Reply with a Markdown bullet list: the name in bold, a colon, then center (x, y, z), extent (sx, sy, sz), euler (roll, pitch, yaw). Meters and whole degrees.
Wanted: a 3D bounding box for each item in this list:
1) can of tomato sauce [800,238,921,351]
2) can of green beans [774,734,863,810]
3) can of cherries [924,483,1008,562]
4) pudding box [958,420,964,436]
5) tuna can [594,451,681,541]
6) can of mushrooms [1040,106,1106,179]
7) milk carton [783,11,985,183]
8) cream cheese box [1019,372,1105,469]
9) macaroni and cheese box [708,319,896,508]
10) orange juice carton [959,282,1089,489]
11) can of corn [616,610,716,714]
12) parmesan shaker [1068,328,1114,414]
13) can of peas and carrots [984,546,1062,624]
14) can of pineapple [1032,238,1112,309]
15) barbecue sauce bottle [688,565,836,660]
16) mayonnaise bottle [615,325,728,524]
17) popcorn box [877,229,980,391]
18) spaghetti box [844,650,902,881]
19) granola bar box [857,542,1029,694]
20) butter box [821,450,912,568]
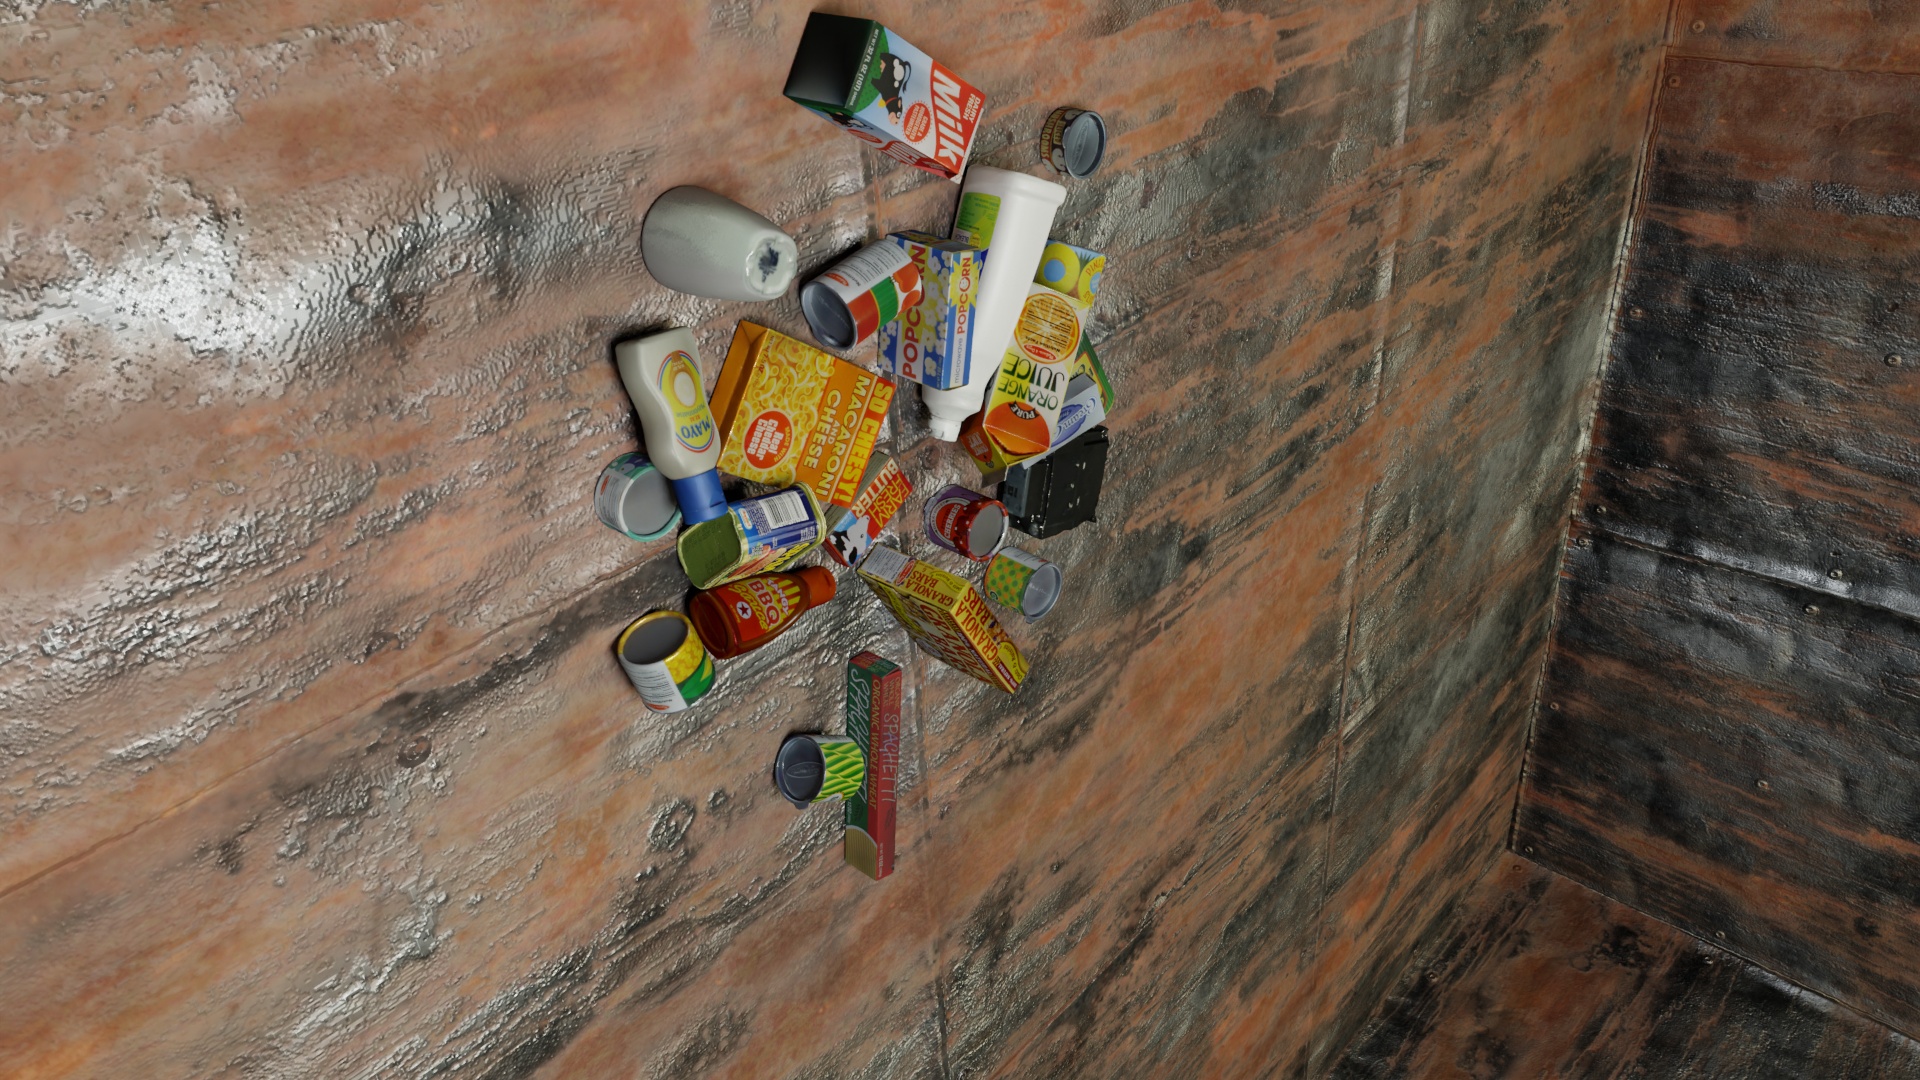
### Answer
- **can of tomato sauce**: center (-0.084, -0.209, 1.186), extent (0.083, 0.071, 0.070), euler (-41, 136, -31)
- **can of green beans**: center (-0.136, 0.221, 1.344), extent (0.058, 0.071, 0.071), euler (11, 100, -53)
- **can of cherries**: center (0.005, -0.018, 1.399), extent (0.072, 0.058, 0.071), euler (-27, 128, -41)
- **pudding box**: center (0.037, -0.121, 1.407), extent (0.084, 0.030, 0.049), euler (6, 103, -52)
- **tuna can**: center (-0.251, -0.034, 1.100), extent (0.071, 0.033, 0.070), euler (-26, 127, -40)
- **can of mushrooms**: center (0.109, -0.389, 1.356), extent (0.071, 0.033, 0.070), euler (-27, 129, -40)
- **milk carton**: center (-0.047, -0.359, 1.147), extent (0.191, 0.073, 0.072), euler (12, 99, -53)
- **cream cheese box**: center (0.095, -0.121, 1.407), extent (0.104, 0.024, 0.053), euler (-33, 137, -9)
- **macaroni and cheese box**: center (-0.140, -0.105, 1.193), extent (0.166, 0.040, 0.123), euler (17, 95, -52)
- **orange juice carton**: center (0.056, -0.143, 1.334), extent (0.073, 0.071, 0.193), euler (19, 80, -16)
- **can of corn**: center (-0.243, 0.098, 1.152), extent (0.071, 0.071, 0.058), euler (-44, 137, -28)
- **parmesan shaker**: center (0.111, -0.174, 1.444), extent (0.071, 0.071, 0.102), euler (-53, 140, -17)
- **can of peas and carrots**: center (0.067, 0.048, 1.509), extent (0.071, 0.059, 0.070), euler (-27, 128, -40)
- **can of pineapple**: center (0.109, -0.266, 1.388), extent (0.071, 0.071, 0.057), euler (2, 108, -51)
- **barbecue sauce bottle**: center (-0.169, 0.056, 1.225), extent (0.149, 0.043, 0.065), euler (-21, 81, -54)
- **mayonnaise bottle**: center (-0.216, -0.087, 1.071), extent (0.065, 0.041, 0.147), euler (-31, 111, -50)
- **popcorn box**: center (-0.029, -0.205, 1.239), extent (0.038, 0.085, 0.126), euler (-17, 121, -43)
- **spaghetti box**: center (-0.090, 0.232, 1.419), extent (0.029, 0.050, 0.248), euler (-22, 124, -44)
- **granola bar box**: center (-0.015, 0.079, 1.369), extent (0.039, 0.124, 0.165), euler (-55, 141, -17)
- **butter box**: center (-0.091, -0.029, 1.304), extent (0.104, 0.024, 0.053), euler (-53, 140, -18)
